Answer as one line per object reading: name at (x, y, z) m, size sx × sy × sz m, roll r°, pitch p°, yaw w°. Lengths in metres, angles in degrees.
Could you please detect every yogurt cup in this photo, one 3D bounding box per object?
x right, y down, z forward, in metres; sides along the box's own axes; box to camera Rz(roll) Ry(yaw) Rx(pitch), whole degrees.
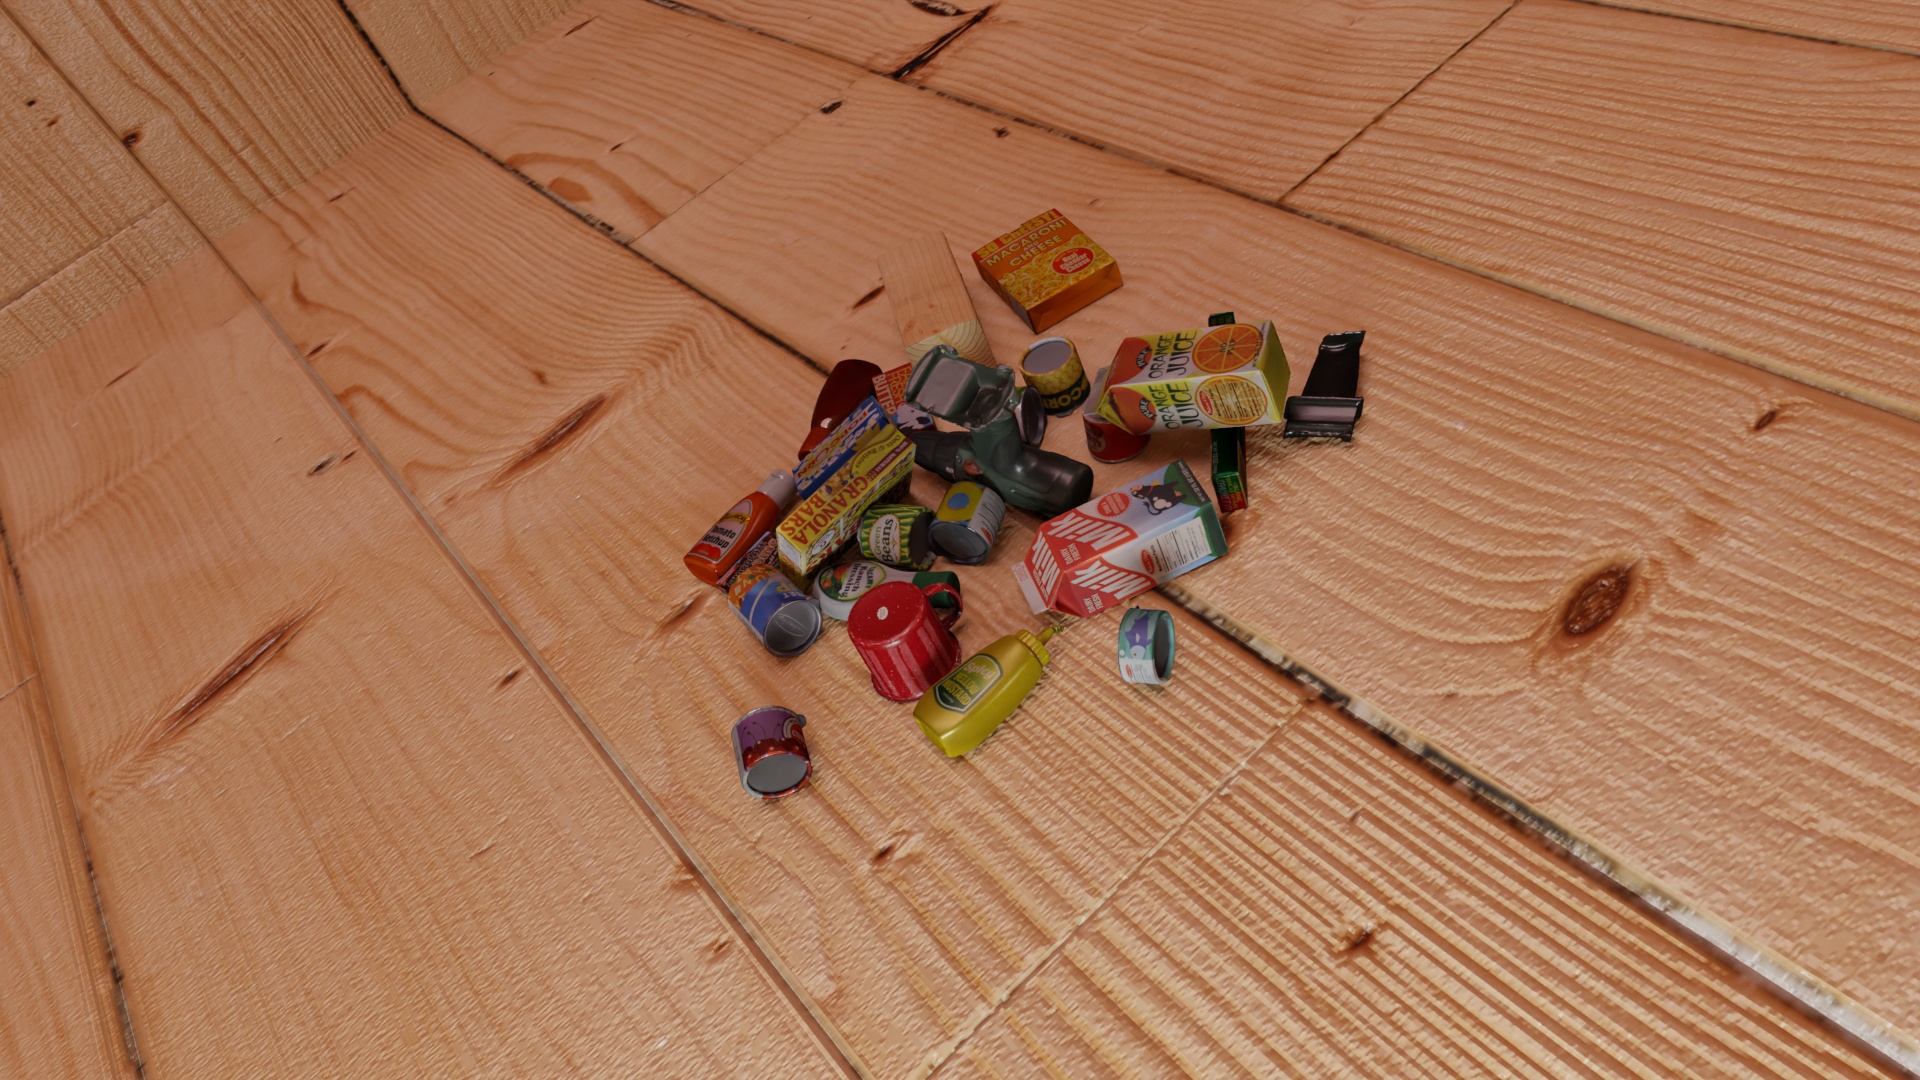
yogurt cup at (0.158, -0.122, 1.437) m, size 0.072 × 0.053 × 0.073 m, roll -13°, pitch 44°, yaw 13°

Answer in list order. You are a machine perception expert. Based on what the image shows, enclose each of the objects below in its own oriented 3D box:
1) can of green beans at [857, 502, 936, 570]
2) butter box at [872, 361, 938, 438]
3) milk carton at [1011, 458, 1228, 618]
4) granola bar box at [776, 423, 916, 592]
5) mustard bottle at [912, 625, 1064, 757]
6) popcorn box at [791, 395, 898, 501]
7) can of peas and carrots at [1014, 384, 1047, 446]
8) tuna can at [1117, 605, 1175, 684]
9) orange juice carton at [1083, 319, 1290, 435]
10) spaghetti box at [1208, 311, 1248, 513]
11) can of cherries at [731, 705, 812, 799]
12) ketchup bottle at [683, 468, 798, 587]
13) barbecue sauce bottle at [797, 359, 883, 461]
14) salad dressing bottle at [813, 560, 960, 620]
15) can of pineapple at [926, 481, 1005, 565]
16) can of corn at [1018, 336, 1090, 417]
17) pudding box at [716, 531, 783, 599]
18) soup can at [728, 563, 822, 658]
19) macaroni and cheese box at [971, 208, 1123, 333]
can of green beans at (-0.061, -0.004, 1.419) m, size 0.058 × 0.071 × 0.071 m, roll 6°, pitch 51°, yaw 31°
butter box at (-0.064, -0.154, 1.587) m, size 0.053 × 0.024 × 0.104 m, roll -22°, pitch 53°, yaw 4°
milk carton at (0.144, 0.007, 1.303) m, size 0.190 × 0.073 × 0.072 m, roll -26°, pitch 42°, yaw 1°
granola bar box at (-0.119, -0.032, 1.435) m, size 0.039 × 0.123 × 0.166 m, roll 41°, pitch 70°, yaw 11°
mustard bottle at (0.032, 0.125, 1.259) m, size 0.161 × 0.048 × 0.065 m, roll -41°, pitch 46°, yaw -15°
popcorn box at (-0.125, -0.094, 1.523) m, size 0.126 × 0.038 × 0.085 m, roll -42°, pitch 22°, yaw 5°
can of peas and carrots at (0.053, -0.132, 1.492) m, size 0.058 × 0.070 × 0.071 m, roll -3°, pitch 47°, yaw 25°
tuna can at (0.164, 0.090, 1.216) m, size 0.033 × 0.070 × 0.071 m, roll 2°, pitch 49°, yaw 26°
orange juice carton at (0.215, -0.155, 1.354) m, size 0.192 × 0.072 × 0.072 m, roll -3°, pitch 48°, yaw 29°
spaghetti box at (0.268, -0.135, 1.400) m, size 0.028 × 0.050 × 0.251 m, roll -8°, pitch 45°, yaw 18°
can of cherries at (-0.171, 0.194, 1.277) m, size 0.071 × 0.071 × 0.058 m, roll -26°, pitch 42°, yaw 1°
ketchup bottle at (-0.237, -0.016, 1.534) m, size 0.065 × 0.043 × 0.149 m, roll 16°, pitch 56°, yaw 38°
barbecue sauce bottle at (-0.143, -0.147, 1.618) m, size 0.065 × 0.043 × 0.149 m, roll 8°, pitch 53°, yaw 23°
salad dressing bottle at (-0.073, 0.050, 1.389) m, size 0.147 × 0.043 × 0.064 m, roll -2°, pitch 47°, yaw 25°
can of pineapple at (0.005, -0.018, 1.401) m, size 0.071 × 0.070 × 0.058 m, roll 2°, pitch 49°, yaw 28°
can of corn at (0.103, -0.179, 1.518) m, size 0.071 × 0.058 × 0.071 m, roll -14°, pitch 43°, yaw 14°
pudding box at (-0.213, 0.034, 1.483) m, size 0.050 × 0.030 × 0.084 m, roll 23°, pitch 61°, yaw 41°
soup can at (-0.187, 0.068, 1.408) m, size 0.071 × 0.071 × 0.084 m, roll -39°, pitch 43°, yaw -13°
macaroni and cheese box at (0.103, -0.330, 1.681) m, size 0.124 × 0.040 × 0.167 m, roll -30°, pitch 42°, yaw -5°
